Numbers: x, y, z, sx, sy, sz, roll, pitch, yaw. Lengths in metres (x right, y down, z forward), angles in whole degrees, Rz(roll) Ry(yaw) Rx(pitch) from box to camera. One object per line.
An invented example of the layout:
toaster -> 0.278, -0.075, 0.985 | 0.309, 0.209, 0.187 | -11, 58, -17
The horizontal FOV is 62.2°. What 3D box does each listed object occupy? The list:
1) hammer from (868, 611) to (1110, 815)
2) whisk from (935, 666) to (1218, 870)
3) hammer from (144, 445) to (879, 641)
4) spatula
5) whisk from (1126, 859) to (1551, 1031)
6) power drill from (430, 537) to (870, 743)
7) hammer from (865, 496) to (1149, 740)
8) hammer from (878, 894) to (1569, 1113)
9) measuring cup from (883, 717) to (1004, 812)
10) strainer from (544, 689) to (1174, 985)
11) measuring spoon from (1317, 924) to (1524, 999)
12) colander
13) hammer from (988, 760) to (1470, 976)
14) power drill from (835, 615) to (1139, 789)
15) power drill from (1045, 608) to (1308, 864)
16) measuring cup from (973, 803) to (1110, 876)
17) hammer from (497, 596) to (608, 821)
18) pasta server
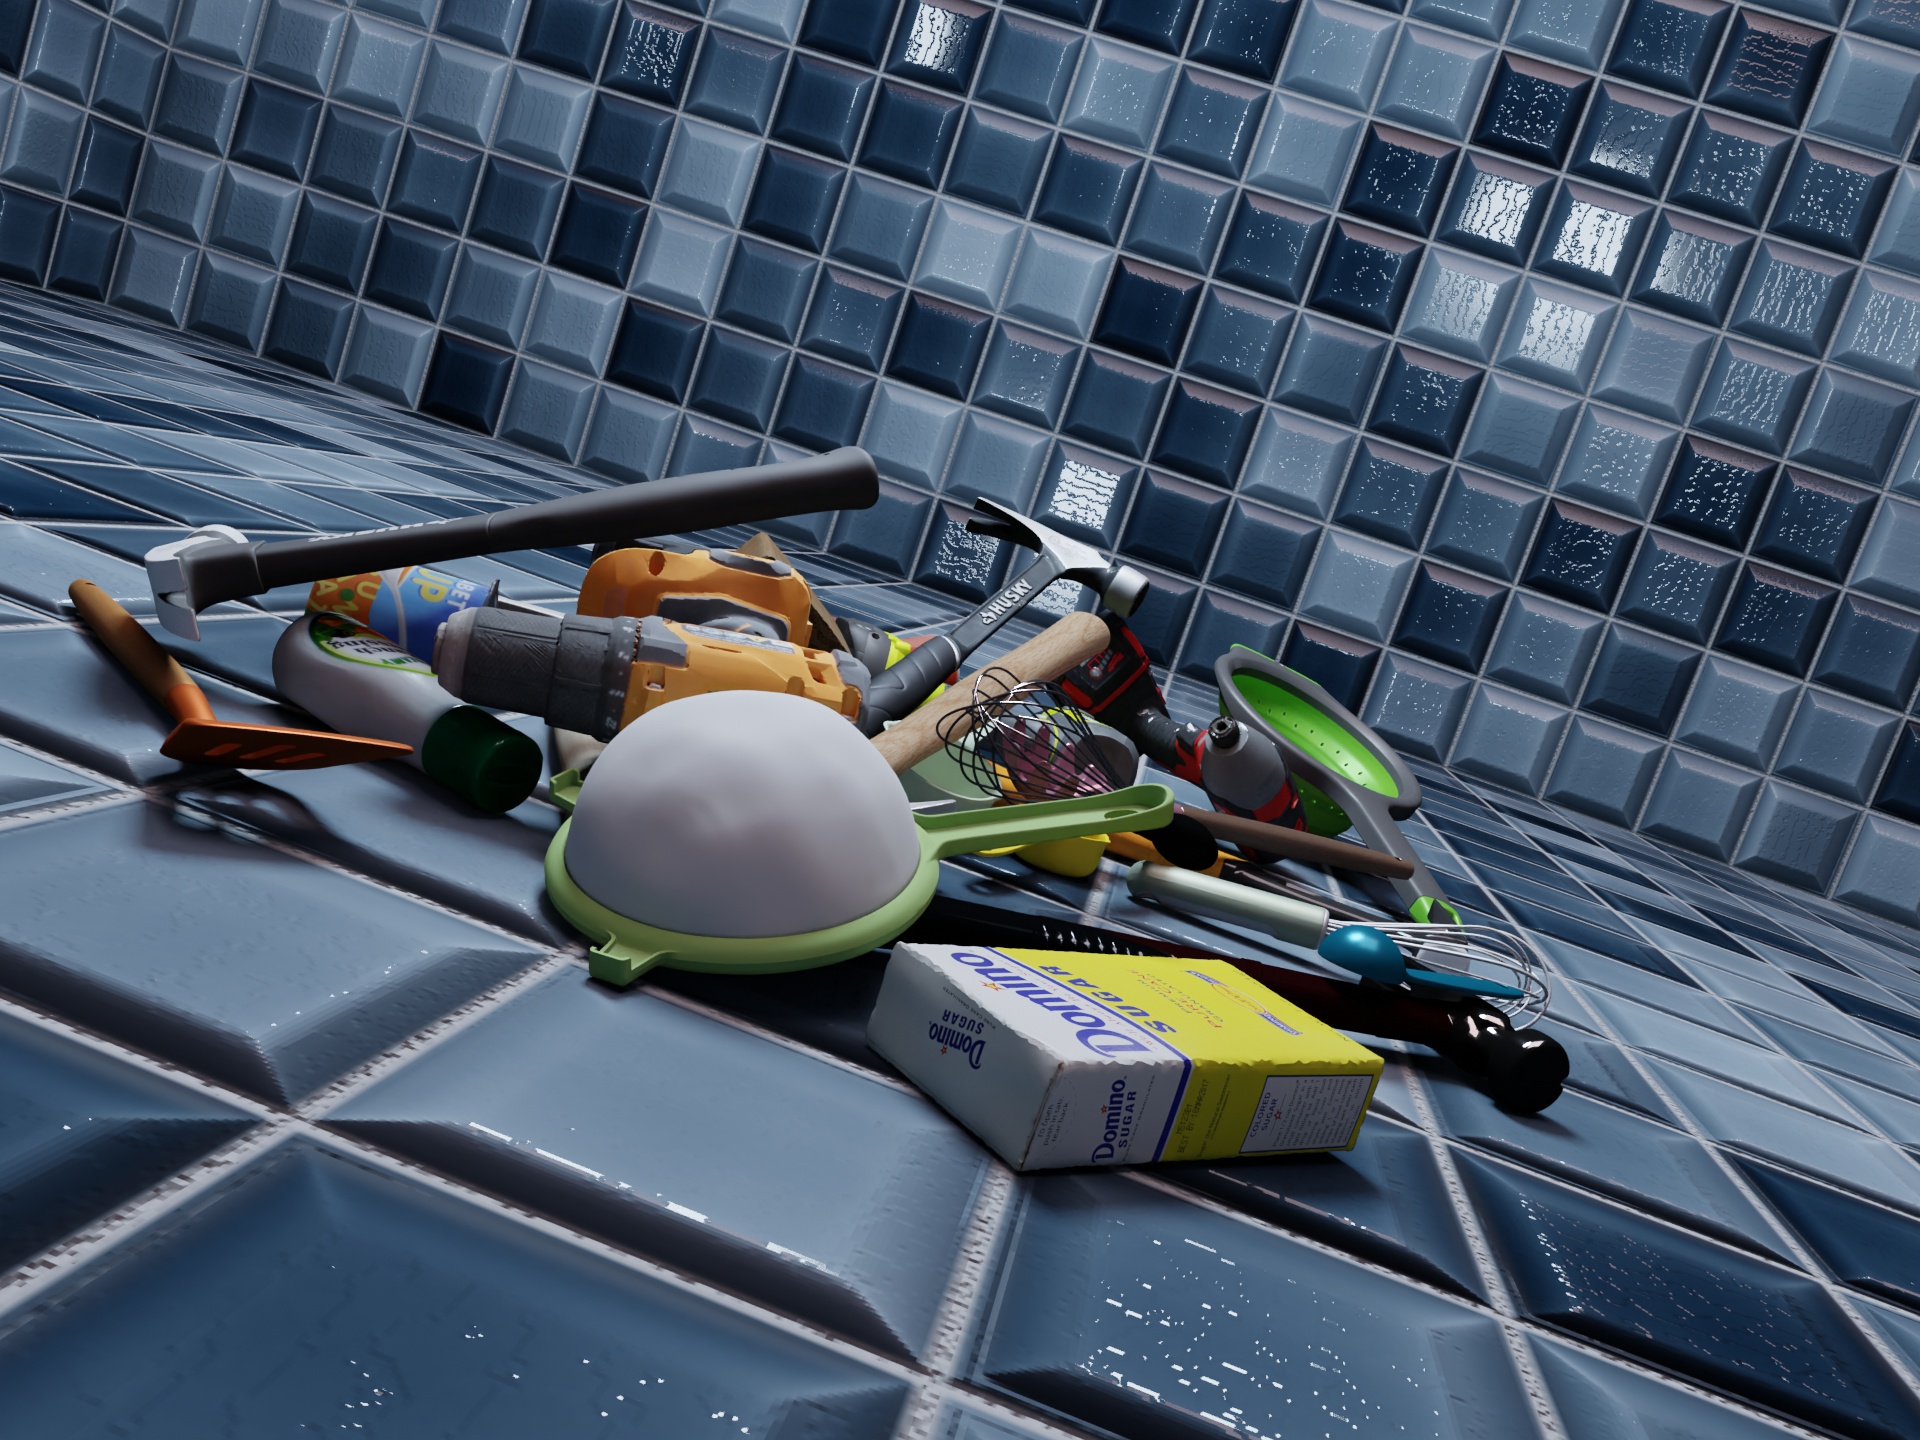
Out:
hammer -> -0.001, -0.003, 0.911 | 0.130, 0.031, 0.331 | 23, 31, 25
whisk -> 0.077, 0.039, 0.873 | 0.070, 0.070, 0.284 | 25, -4, 37
hammer -> -0.203, -0.090, 0.745 | 0.334, 0.035, 0.146 | -10, 16, -11
spatula -> -0.331, -0.024, 0.671 | 0.081, 0.041, 0.323 | 10, 11, -43
whisk -> 0.215, 0.123, 0.913 | 0.246, 0.059, 0.057 | 15, -17, 9
power drill -> -0.148, -0.035, 0.765 | 0.185, 0.084, 0.226 | 10, 13, -14
hammer -> -0.005, -0.056, 1.091 | 0.149, 0.036, 0.409 | 32, 35, 12
hammer -> 0.093, 0.111, 0.737 | 0.386, 0.038, 0.143 | 15, 8, -25
measuring cup -> -0.006, 0.025, 0.974 | 0.083, 0.038, 0.167 | 32, 21, 4
strainer -> -0.032, 0.025, 0.619 | 0.256, 0.069, 0.152 | -5, 25, -18
measuring spoon -> 0.231, 0.118, 0.779 | 0.128, 0.021, 0.042 | 13, 7, -27
colander -> 0.289, 0.081, 1.268 | 0.204, 0.094, 0.397 | 24, 23, -21
hammer -> 0.159, 0.091, 1.035 | 0.337, 0.034, 0.127 | 20, 9, 8
power drill -> 0.006, -0.003, 1.179 | 0.228, 0.080, 0.191 | 19, 4, -12
power drill -> 0.164, 0.010, 1.208 | 0.220, 0.078, 0.143 | 39, -12, 44
measuring cup -> 0.036, 0.075, 0.898 | 0.062, 0.029, 0.156 | 22, 11, 22
hammer -> -0.211, -0.009, 0.859 | 0.146, 0.038, 0.411 | 14, 9, -18
pasta server -> 0.162, 0.060, 1.003 | 0.316, 0.040, 0.060 | 14, 24, -23
